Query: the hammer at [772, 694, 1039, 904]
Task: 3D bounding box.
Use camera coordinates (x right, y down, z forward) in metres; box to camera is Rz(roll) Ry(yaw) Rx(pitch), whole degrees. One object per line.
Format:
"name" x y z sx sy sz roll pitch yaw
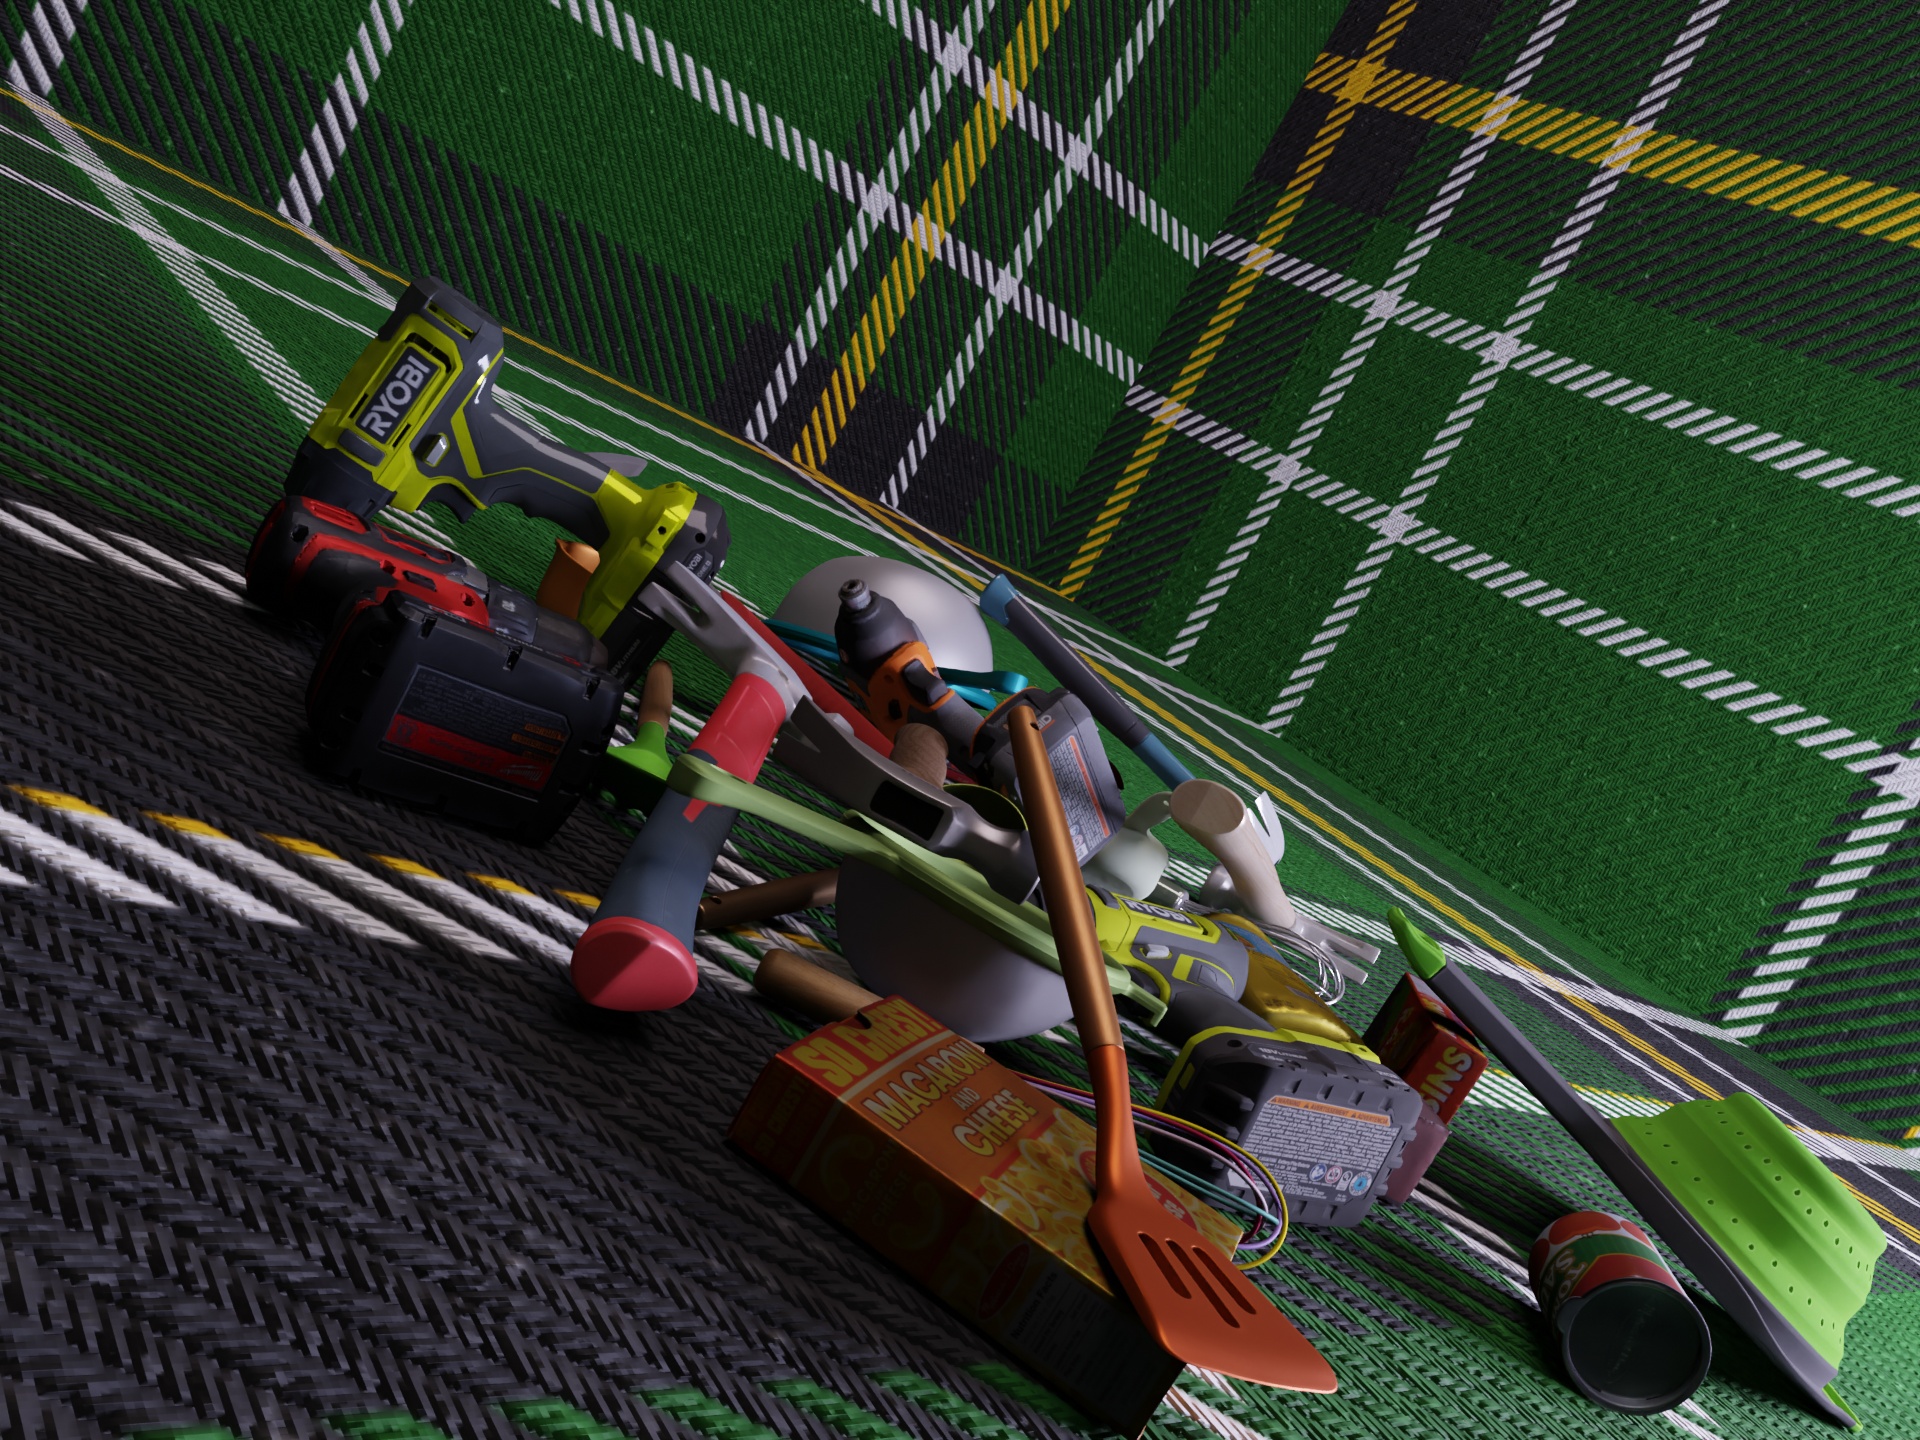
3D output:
"hammer" -0.025 0.026 0.837 0.130 0.031 0.331 29 3 -3

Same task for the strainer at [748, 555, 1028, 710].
"strainer" -0.028 -0.077 1.280 0.210 0.095 0.340 20 -3 -28

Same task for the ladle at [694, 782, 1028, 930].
"ladle" -0.049 0.073 0.836 0.078 0.062 0.320 31 12 20

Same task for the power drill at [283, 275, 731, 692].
"power drill" -0.261 -0.119 0.914 0.223 0.171 0.080 35 7 -19

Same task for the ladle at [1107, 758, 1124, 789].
"ladle" 0.084 0.058 1.239 0.069 0.031 0.315 22 12 9

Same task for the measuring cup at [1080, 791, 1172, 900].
"measuring cup" 0.114 0.085 1.083 0.083 0.038 0.167 27 -21 -3

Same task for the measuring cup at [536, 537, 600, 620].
"measuring cup" -0.240 -0.085 1.096 0.095 0.052 0.174 28 8 -10

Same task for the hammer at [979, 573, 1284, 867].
"hammer" 0.138 0.008 1.306 0.331 0.033 0.128 45 -22 2

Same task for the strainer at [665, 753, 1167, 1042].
"strainer" -0.036 0.086 0.685 0.256 0.069 0.152 29 0 -43

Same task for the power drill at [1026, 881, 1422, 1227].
"power drill" 0.104 0.152 0.814 0.190 0.080 0.229 18 12 -30

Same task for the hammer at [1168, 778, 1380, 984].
"hammer" 0.212 0.113 1.105 0.146 0.038 0.410 27 -7 22

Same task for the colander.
"colander" 0.409 0.230 0.926 0.397 0.094 0.204 46 10 -6

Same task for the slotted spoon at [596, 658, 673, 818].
"slotted spoon" -0.175 0.003 0.912 0.070 0.031 0.314 28 8 -15

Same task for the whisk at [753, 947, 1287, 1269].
"whisk" 0.024 0.159 0.660 0.245 0.047 0.051 26 -3 4

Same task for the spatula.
"spatula" 0.057 0.103 0.606 0.081 0.041 0.323 25 34 -31

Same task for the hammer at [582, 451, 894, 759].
"hammer" -0.126 -0.047 1.045 0.359 0.036 0.149 43 16 4

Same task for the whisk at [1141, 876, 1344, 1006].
"whisk" 0.167 0.139 1.158 0.246 0.057 0.059 29 39 23

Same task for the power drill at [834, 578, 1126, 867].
"power drill" -0.002 -0.003 1.073 0.227 0.084 0.164 32 -25 45

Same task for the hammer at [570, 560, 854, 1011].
"hammer" -0.126 0.020 0.733 0.143 0.038 0.386 45 13 -11

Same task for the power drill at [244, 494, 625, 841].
"power drill" -0.234 -0.028 0.761 0.187 0.080 0.227 23 9 -35
